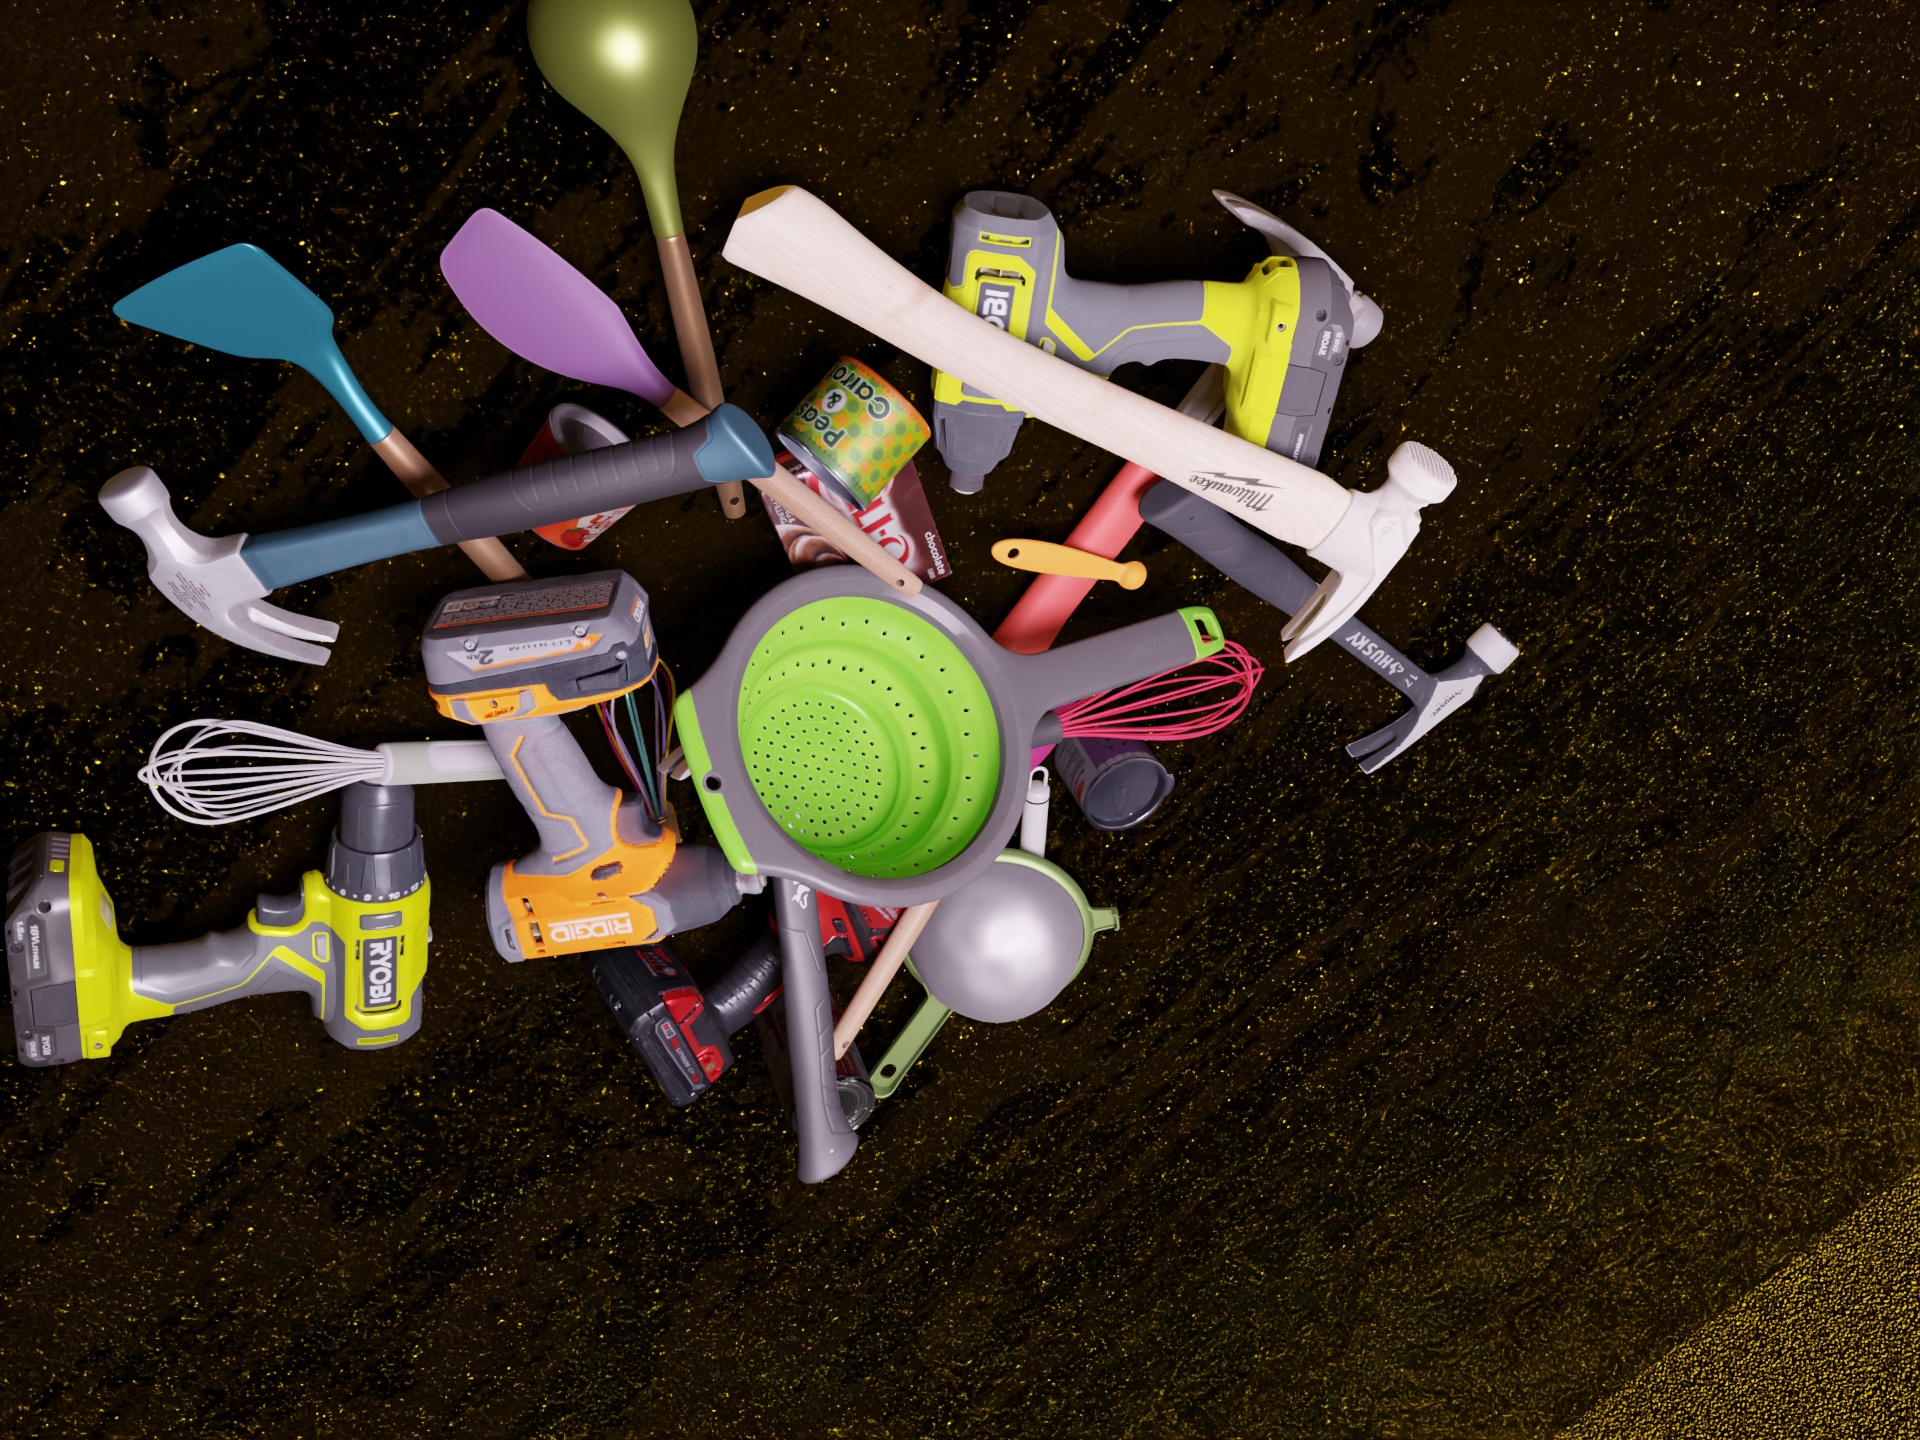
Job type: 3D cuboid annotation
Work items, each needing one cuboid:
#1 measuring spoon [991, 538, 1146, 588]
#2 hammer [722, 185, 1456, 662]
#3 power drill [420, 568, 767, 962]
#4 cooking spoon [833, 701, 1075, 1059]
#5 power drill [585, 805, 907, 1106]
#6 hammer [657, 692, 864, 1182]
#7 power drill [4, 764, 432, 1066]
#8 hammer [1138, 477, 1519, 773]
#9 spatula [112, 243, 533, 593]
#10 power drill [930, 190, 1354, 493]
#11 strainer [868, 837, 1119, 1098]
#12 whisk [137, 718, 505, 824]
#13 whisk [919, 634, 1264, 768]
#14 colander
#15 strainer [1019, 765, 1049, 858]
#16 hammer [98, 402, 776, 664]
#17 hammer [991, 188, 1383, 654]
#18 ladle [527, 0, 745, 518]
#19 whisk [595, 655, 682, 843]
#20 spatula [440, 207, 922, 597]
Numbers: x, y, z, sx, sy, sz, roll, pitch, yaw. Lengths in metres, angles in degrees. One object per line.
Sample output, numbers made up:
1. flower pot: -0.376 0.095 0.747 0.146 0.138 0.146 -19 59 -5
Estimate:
1. measuring spoon: 0.071 -0.098 1.007 0.116 0.011 0.021 7 122 -30
2. hammer: 0.061 -0.167 0.873 0.410 0.038 0.146 24 126 -13
3. power drill: -0.207 0.033 0.918 0.164 0.084 0.226 -7 118 0
4. cooking spoon: -0.009 0.101 1.119 0.068 0.017 0.319 30 92 -43
5. power drill: -0.137 0.153 1.102 0.219 0.079 0.143 -32 136 -17
6. hammer: -0.110 0.149 1.045 0.146 0.035 0.334 -13 107 -31
7. power drill: -0.435 0.117 0.951 0.228 0.080 0.190 -3 119 -26
8. hammer: 0.252 -0.073 1.122 0.149 0.036 0.408 -47 136 17
9. spatula: -0.294 -0.126 0.843 0.082 0.044 0.317 -19 137 15
10. power drill: 0.096 -0.201 0.913 0.223 0.080 0.171 6 125 -4
11. strainer: -0.003 0.213 1.204 0.151 0.069 0.256 29 114 -14
12. whisk: -0.339 0.025 0.912 0.246 0.058 0.059 -2 163 -45
13. whisk: 0.082 -0.001 1.088 0.295 0.073 0.073 -15 132 -21
14. colander: -0.002 -0.003 0.994 0.397 0.204 0.094 -18 173 -33
15. strainer: 0.051 0.140 1.224 0.087 0.050 0.258 -2 125 -6
16. hammer: -0.259 -0.107 0.819 0.331 0.033 0.128 -12 133 8
17. hammer: 0.108 -0.153 1.015 0.149 0.037 0.359 24 113 -37
18. ladle: -0.151 -0.237 0.831 0.078 0.062 0.319 -23 140 -14
19. whisk: -0.196 0.044 1.029 0.047 0.051 0.244 -20 135 -17
20. spatula: -0.141 -0.159 0.867 0.315 0.018 0.059 36 119 -27
